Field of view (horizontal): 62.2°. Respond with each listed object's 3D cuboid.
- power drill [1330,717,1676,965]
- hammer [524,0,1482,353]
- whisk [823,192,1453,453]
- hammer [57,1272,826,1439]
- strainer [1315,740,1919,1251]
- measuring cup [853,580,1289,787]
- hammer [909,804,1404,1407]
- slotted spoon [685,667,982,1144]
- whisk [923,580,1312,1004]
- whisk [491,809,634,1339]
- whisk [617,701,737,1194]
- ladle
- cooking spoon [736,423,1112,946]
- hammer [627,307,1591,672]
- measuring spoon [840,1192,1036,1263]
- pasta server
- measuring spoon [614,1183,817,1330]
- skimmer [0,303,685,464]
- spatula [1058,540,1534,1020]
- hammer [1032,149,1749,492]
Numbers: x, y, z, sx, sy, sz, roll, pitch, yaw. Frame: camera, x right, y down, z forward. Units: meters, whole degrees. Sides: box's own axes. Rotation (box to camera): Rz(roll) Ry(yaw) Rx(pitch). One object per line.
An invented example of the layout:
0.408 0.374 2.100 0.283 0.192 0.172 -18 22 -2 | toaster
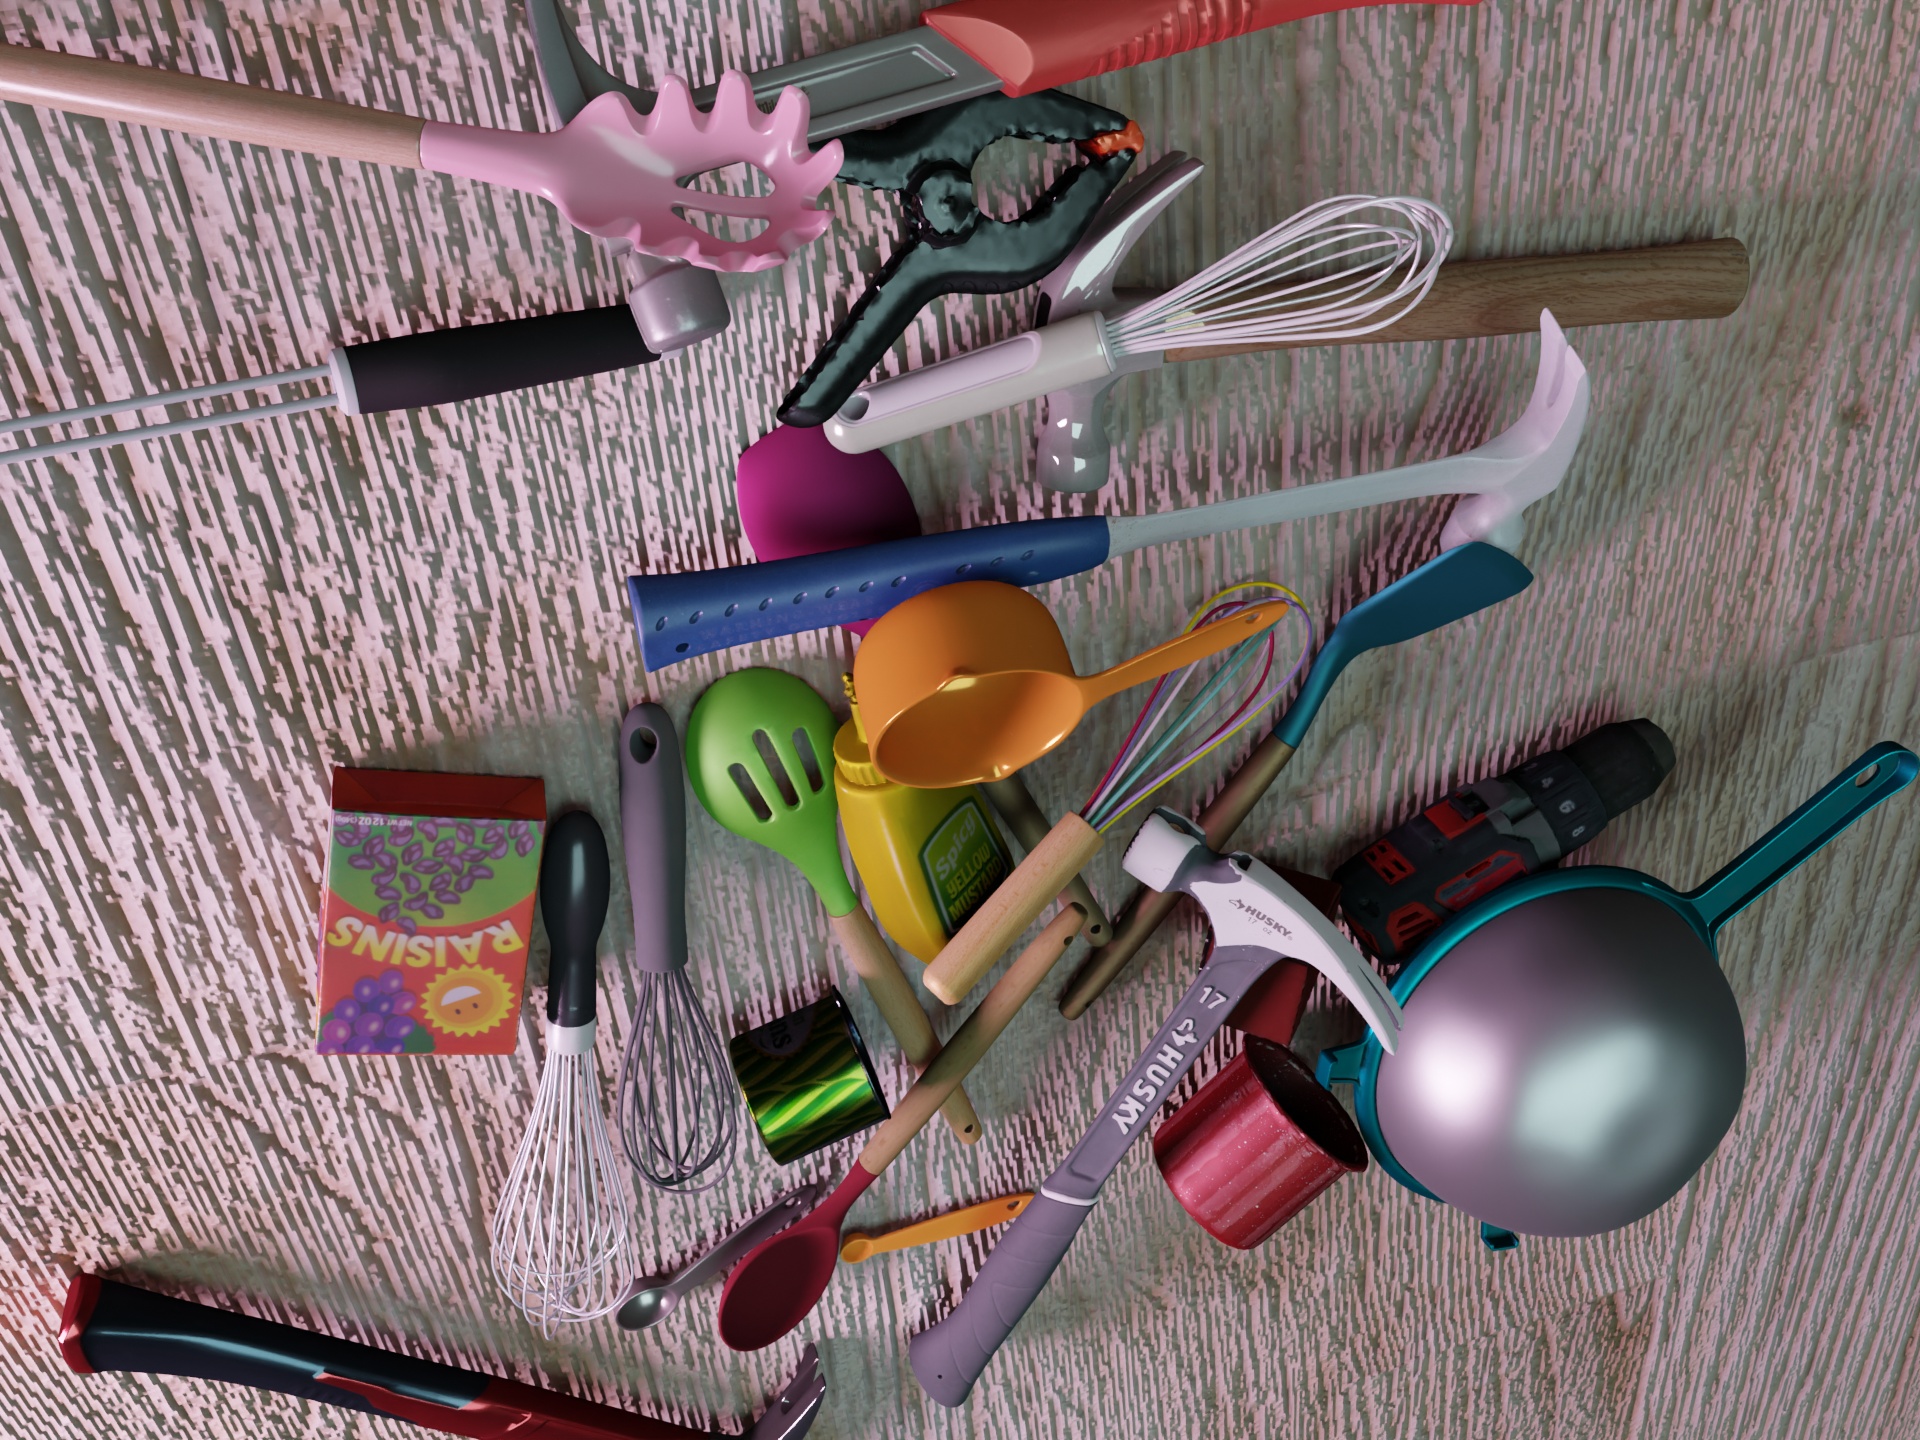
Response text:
0.317 0.116 0.863 0.188 0.080 0.226 -31 121 0 | power drill
0.034 -0.252 0.558 0.359 0.037 0.149 -20 100 -11 | hammer
0.062 -0.146 0.602 0.246 0.058 0.059 -15 152 13 | whisk
-0.253 0.338 0.816 0.386 0.038 0.143 30 104 -30 | hammer
0.361 0.143 0.792 0.340 0.095 0.210 -42 117 7 | strainer
0.040 -0.031 0.632 0.173 0.052 0.095 -21 152 3 | measuring cup
0.070 0.232 0.817 0.149 0.036 0.408 33 122 9 | hammer
-0.044 0.105 0.761 0.070 0.031 0.313 -31 126 -10 | slotted spoon
0.069 0.030 0.717 0.047 0.051 0.245 44 82 -11 | whisk
-0.180 0.170 0.737 0.070 0.070 0.284 0 114 -19 | whisk
-0.130 0.106 0.708 0.055 0.055 0.239 -6 109 -16 | whisk
-0.032 0.208 0.803 0.069 0.031 0.315 15 119 -45 | ladle
-0.001 -0.002 0.718 0.069 0.017 0.318 -32 123 1 | cooking spoon
0.069 -0.080 0.653 0.405 0.035 0.144 -12 151 -12 | hammer
-0.012 0.278 0.882 0.117 0.011 0.021 -10 127 -17 | measuring spoon
-0.194 -0.185 0.489 0.316 0.040 0.060 9 88 -4 | pasta server
-0.130 0.278 0.841 0.124 0.018 0.034 -34 135 -6 | measuring spoon
-0.282 -0.114 0.554 0.363 0.090 0.127 -16 120 -22 | skimmer
0.149 0.036 0.776 0.082 0.044 0.317 14 118 -51 | spatula
0.190 -0.179 0.675 0.331 0.031 0.130 -9 121 -14 | hammer
